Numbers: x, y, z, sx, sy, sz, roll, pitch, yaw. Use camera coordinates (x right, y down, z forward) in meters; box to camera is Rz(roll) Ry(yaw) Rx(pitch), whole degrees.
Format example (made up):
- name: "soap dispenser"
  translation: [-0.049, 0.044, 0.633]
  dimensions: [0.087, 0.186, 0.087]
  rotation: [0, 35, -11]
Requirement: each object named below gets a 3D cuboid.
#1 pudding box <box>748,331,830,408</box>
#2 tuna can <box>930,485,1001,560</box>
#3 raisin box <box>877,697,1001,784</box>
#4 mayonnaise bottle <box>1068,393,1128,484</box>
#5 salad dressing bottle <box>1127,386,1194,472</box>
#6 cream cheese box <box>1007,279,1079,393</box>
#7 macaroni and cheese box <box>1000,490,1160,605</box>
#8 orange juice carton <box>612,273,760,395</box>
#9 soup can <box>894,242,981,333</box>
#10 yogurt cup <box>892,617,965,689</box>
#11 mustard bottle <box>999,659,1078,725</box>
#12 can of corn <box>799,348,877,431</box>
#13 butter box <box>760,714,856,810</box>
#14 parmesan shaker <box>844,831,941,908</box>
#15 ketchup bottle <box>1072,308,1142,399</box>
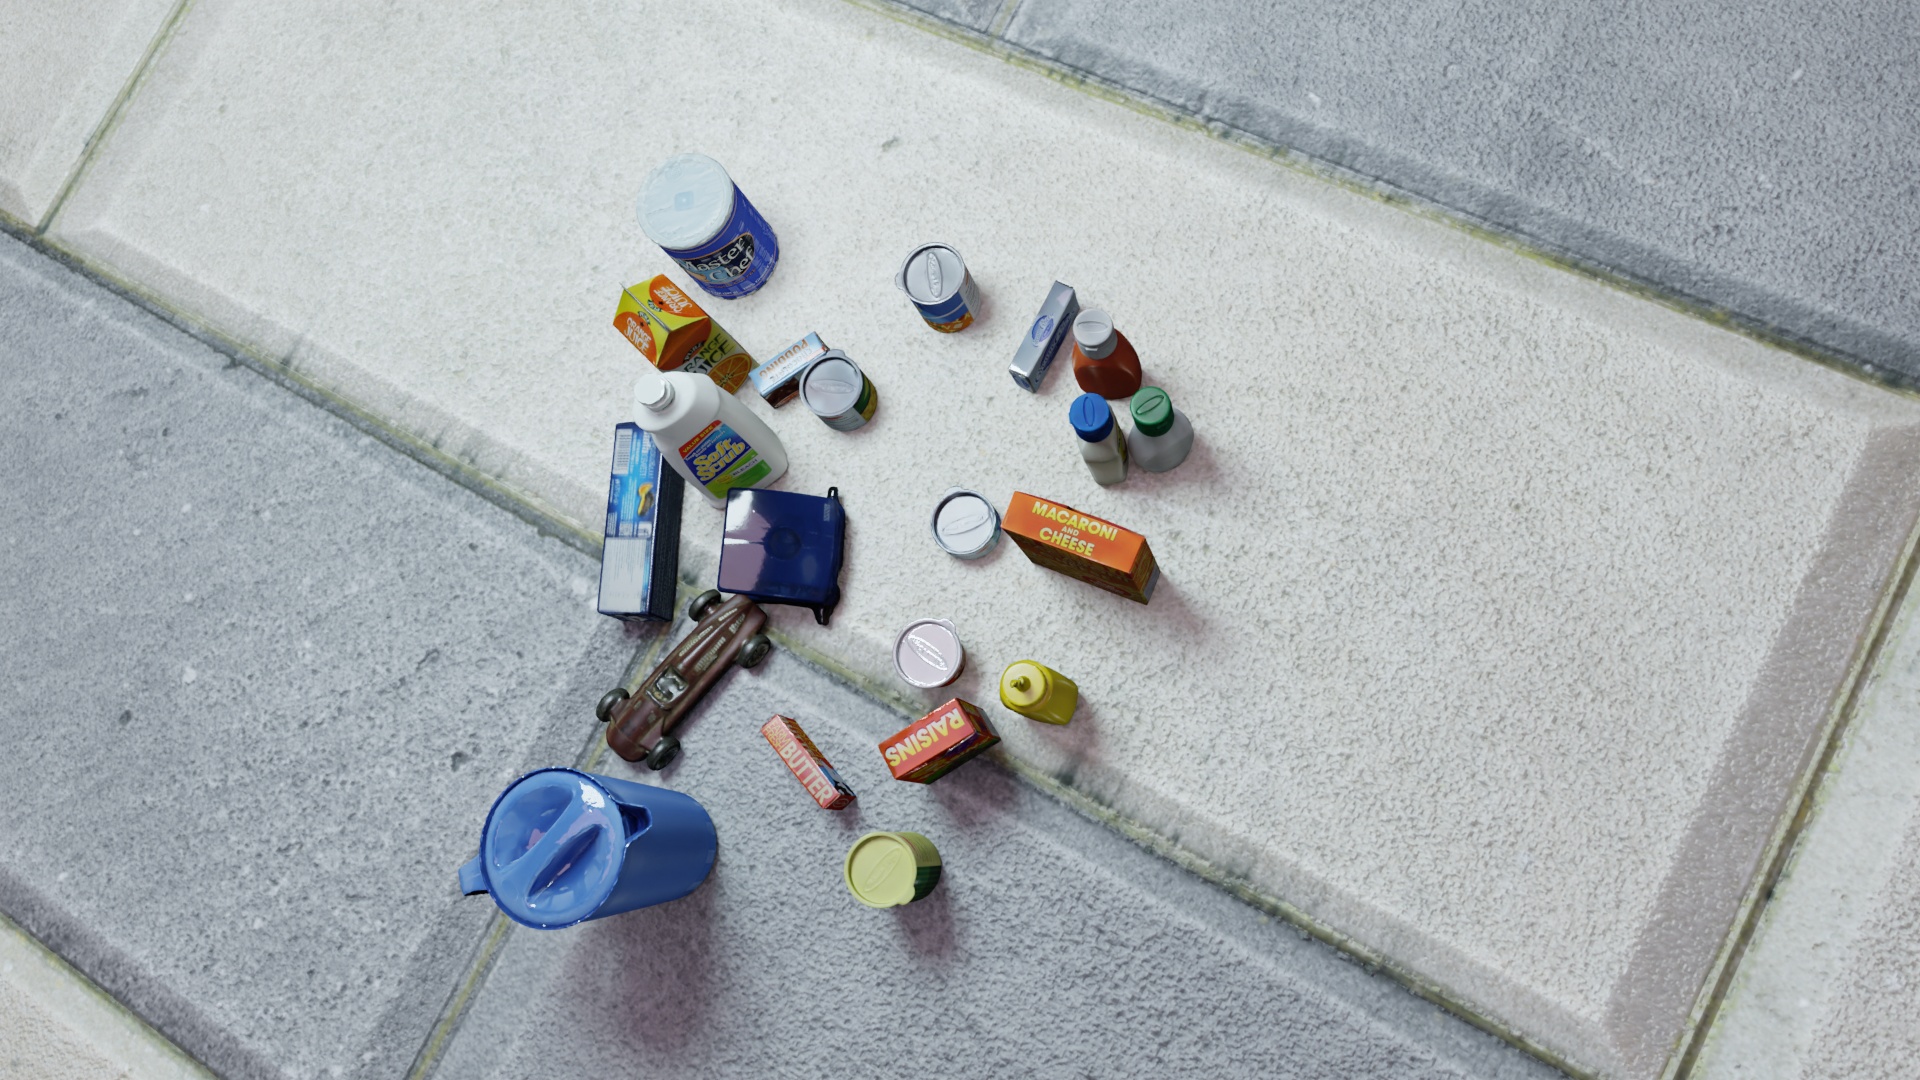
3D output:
- name: "pudding box"
  translation: [-0.172, -0.175, 1.434]
  dimensions: [0.083, 0.049, 0.030]
  rotation: [-33, 73, 3]
- name: "tuna can"
  translation: [0.005, -0.017, 1.368]
  dimensions: [0.071, 0.033, 0.071]
  rotation: [-3, 77, 12]
- name: "raisin box"
  translation: [-0.018, 0.187, 1.278]
  dimensions: [0.086, 0.123, 0.040]
  rotation: [-31, 73, 4]
- name: "mayonnaise bottle"
  translation: [0.130, -0.098, 1.299]
  dimensions: [0.041, 0.148, 0.065]
  rotation: [-8, 76, 11]
- name: "salad dressing bottle"
  translation: [0.183, -0.104, 1.289]
  dimensions: [0.064, 0.147, 0.044]
  rotation: [-32, 73, 4]
- name: "cream cheese box"
  translation: [0.084, -0.202, 1.383]
  dimensions: [0.024, 0.053, 0.104]
  rotation: [26, 84, 17]
- name: "macaroni and cheese box"
  translation: [0.113, 0.008, 1.269]
  dimensions: [0.124, 0.166, 0.040]
  rotation: [20, 83, 16]
- name: "orange juice carton"
  translation: [-0.278, -0.201, 1.389]
  dimensions: [0.073, 0.192, 0.072]
  rotation: [-46, 73, 0]
- name: "soup can"
  translation: [-0.022, -0.254, 1.402]
  dimensions: [0.071, 0.083, 0.071]
  rotation: [-3, 77, 12]
- name: "yogurt cup"
  translation: [-0.027, 0.111, 1.334]
  dimensions: [0.072, 0.054, 0.072]
  rotation: [-3, 77, 12]
- name: "mustard bottle"
  translation: [0.066, 0.135, 1.253]
  dimensions: [0.065, 0.160, 0.049]
  rotation: [14, 81, 15]
- name: "can of corn"
  translation: [-0.123, -0.152, 1.414]
  dimensions: [0.071, 0.058, 0.071]
  rotation: [-3, 77, 12]
- name: "butter box"
  translation: [-0.147, 0.214, 1.337]
  dimensions: [0.024, 0.053, 0.103]
  rotation: [-42, 72, 1]
- name: "parmesan shaker"
  translation: [-0.058, 0.302, 1.271]
  dimensions: [0.071, 0.103, 0.071]
  rotation: [-3, 77, 12]
- name: "ketchup bottle"
  translation: [0.134, -0.176, 1.316]
  dimensions: [0.065, 0.148, 0.043]
  rotation: [5, 79, 13]
